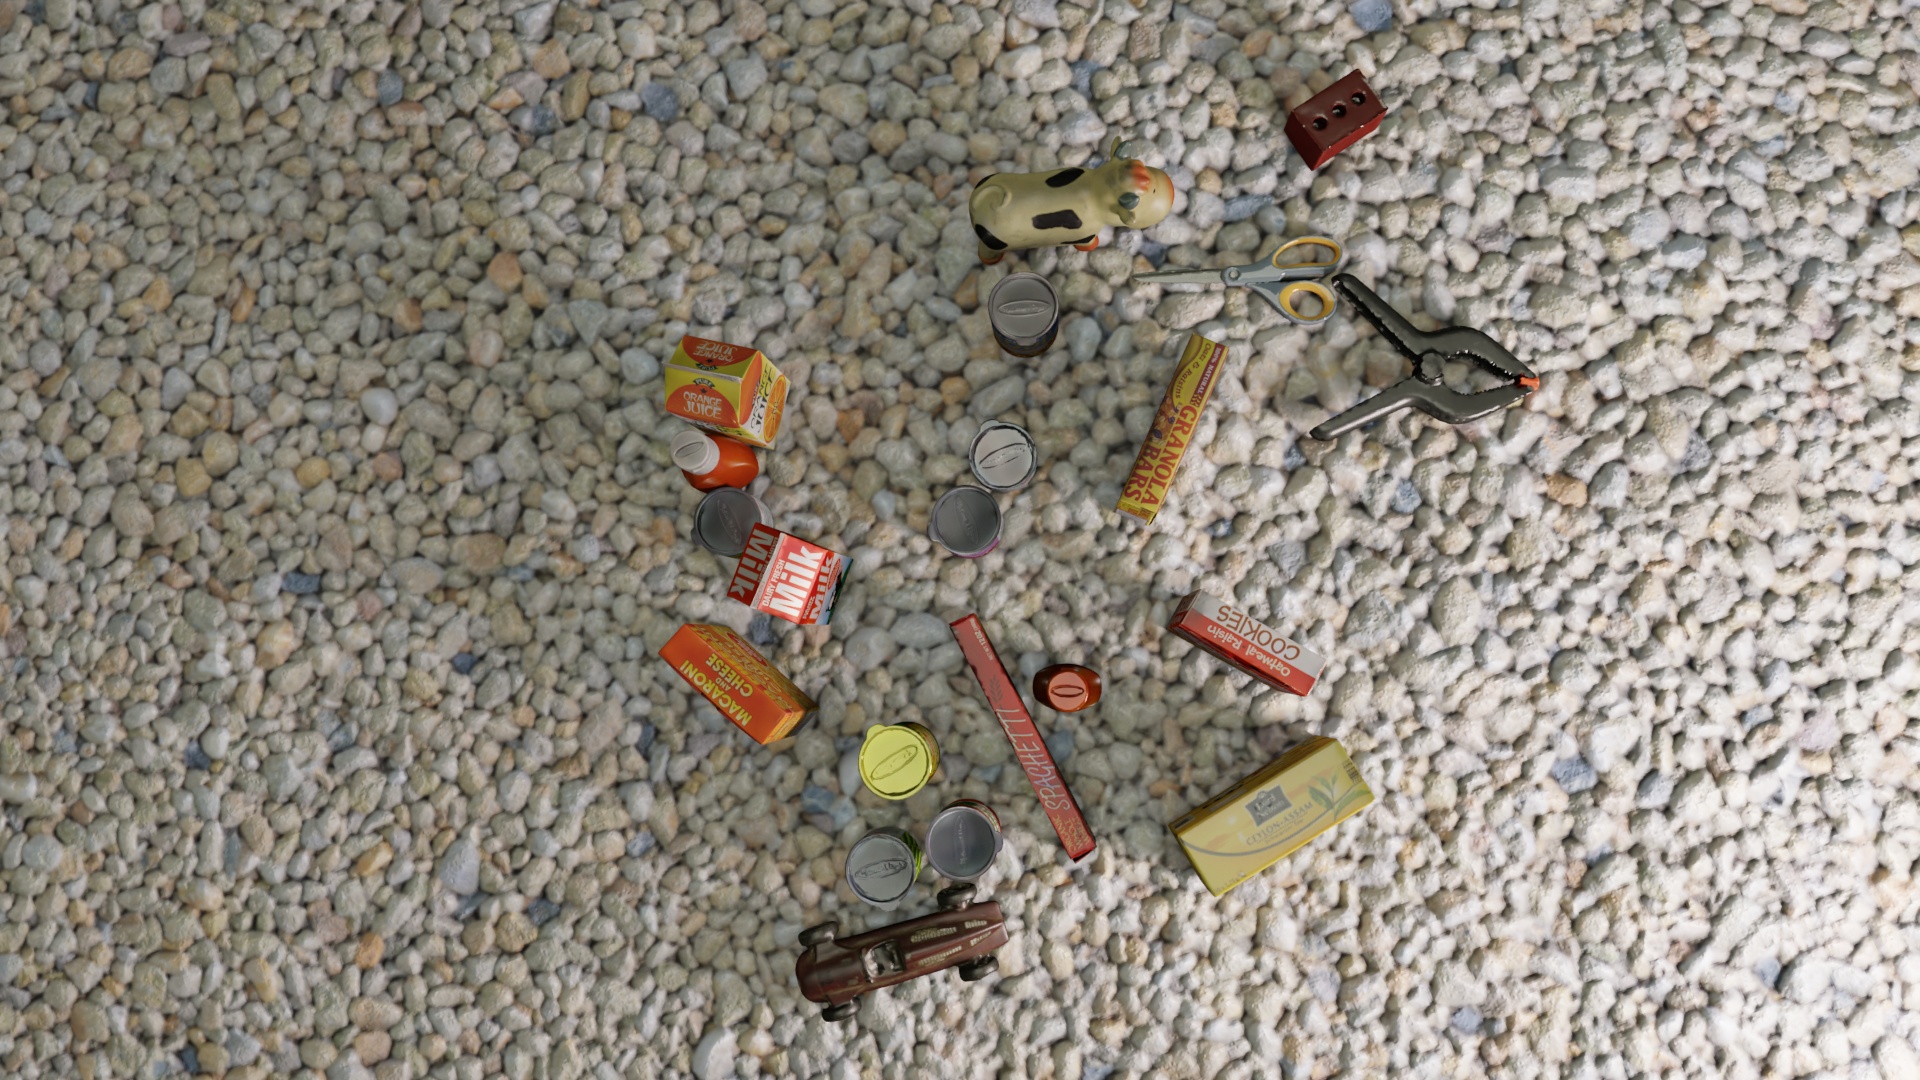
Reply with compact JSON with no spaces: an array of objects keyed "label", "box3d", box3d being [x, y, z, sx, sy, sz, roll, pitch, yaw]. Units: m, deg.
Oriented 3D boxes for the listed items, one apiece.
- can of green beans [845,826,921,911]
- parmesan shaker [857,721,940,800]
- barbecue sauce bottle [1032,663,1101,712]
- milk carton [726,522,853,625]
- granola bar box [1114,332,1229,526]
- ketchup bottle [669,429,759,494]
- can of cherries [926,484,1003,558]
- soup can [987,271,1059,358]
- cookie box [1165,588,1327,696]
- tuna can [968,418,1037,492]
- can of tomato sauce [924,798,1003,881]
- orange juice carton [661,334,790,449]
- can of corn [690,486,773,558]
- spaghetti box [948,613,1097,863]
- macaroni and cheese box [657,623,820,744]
[{"label":"can of green beans","box3d":[-0.072,0.305,1.305,0.071,0.058,0.071,0,85,4]},{"label":"parmesan shaker","box3d":[-0.056,0.200,1.291,0.071,0.103,0.071,0,85,4]},{"label":"barbecue sauce bottle","box3d":[0.097,0.134,1.263,0.065,0.148,0.043,1,85,4]},{"label":"milk carton","box3d":[-0.157,0.032,1.269,0.073,0.190,0.072,21,87,6]},{"label":"granola bar box","box3d":[0.195,-0.099,1.290,0.039,0.124,0.165,24,87,6]},{"label":"ketchup bottle","box3d":[-0.235,-0.074,1.306,0.065,0.148,0.043,-23,84,2]},{"label":"can of cherries","box3d":[0.005,-0.017,1.329,0.071,0.058,0.071,0,85,4]},{"label":"soup can","box3d":[0.061,-0.212,1.330,0.071,0.083,0.071,0,85,4]},{"label":"cookie box","box3d":[0.251,0.093,1.247,0.123,0.167,0.040,29,88,6]},{"label":"tuna can","box3d":[0.040,-0.082,1.345,0.071,0.033,0.071,0,85,4]},{"label":"can of tomato sauce","box3d":[0.006,0.275,1.289,0.071,0.083,0.071,0,85,4]},{"label":"orange juice carton","box3d":[-0.217,-0.139,1.288,0.072,0.192,0.073,13,86,5]},{"label":"can of corn","box3d":[-0.221,-0.015,1.345,0.071,0.058,0.071,0,85,4]},{"label":"spaghetti box","box3d":[0.059,0.184,1.311,0.029,0.050,0.250,-28,83,1]},{"label":"macaroni and cheese box","box3d":[-0.200,0.131,1.275,0.124,0.166,0.040,40,89,6]}]
